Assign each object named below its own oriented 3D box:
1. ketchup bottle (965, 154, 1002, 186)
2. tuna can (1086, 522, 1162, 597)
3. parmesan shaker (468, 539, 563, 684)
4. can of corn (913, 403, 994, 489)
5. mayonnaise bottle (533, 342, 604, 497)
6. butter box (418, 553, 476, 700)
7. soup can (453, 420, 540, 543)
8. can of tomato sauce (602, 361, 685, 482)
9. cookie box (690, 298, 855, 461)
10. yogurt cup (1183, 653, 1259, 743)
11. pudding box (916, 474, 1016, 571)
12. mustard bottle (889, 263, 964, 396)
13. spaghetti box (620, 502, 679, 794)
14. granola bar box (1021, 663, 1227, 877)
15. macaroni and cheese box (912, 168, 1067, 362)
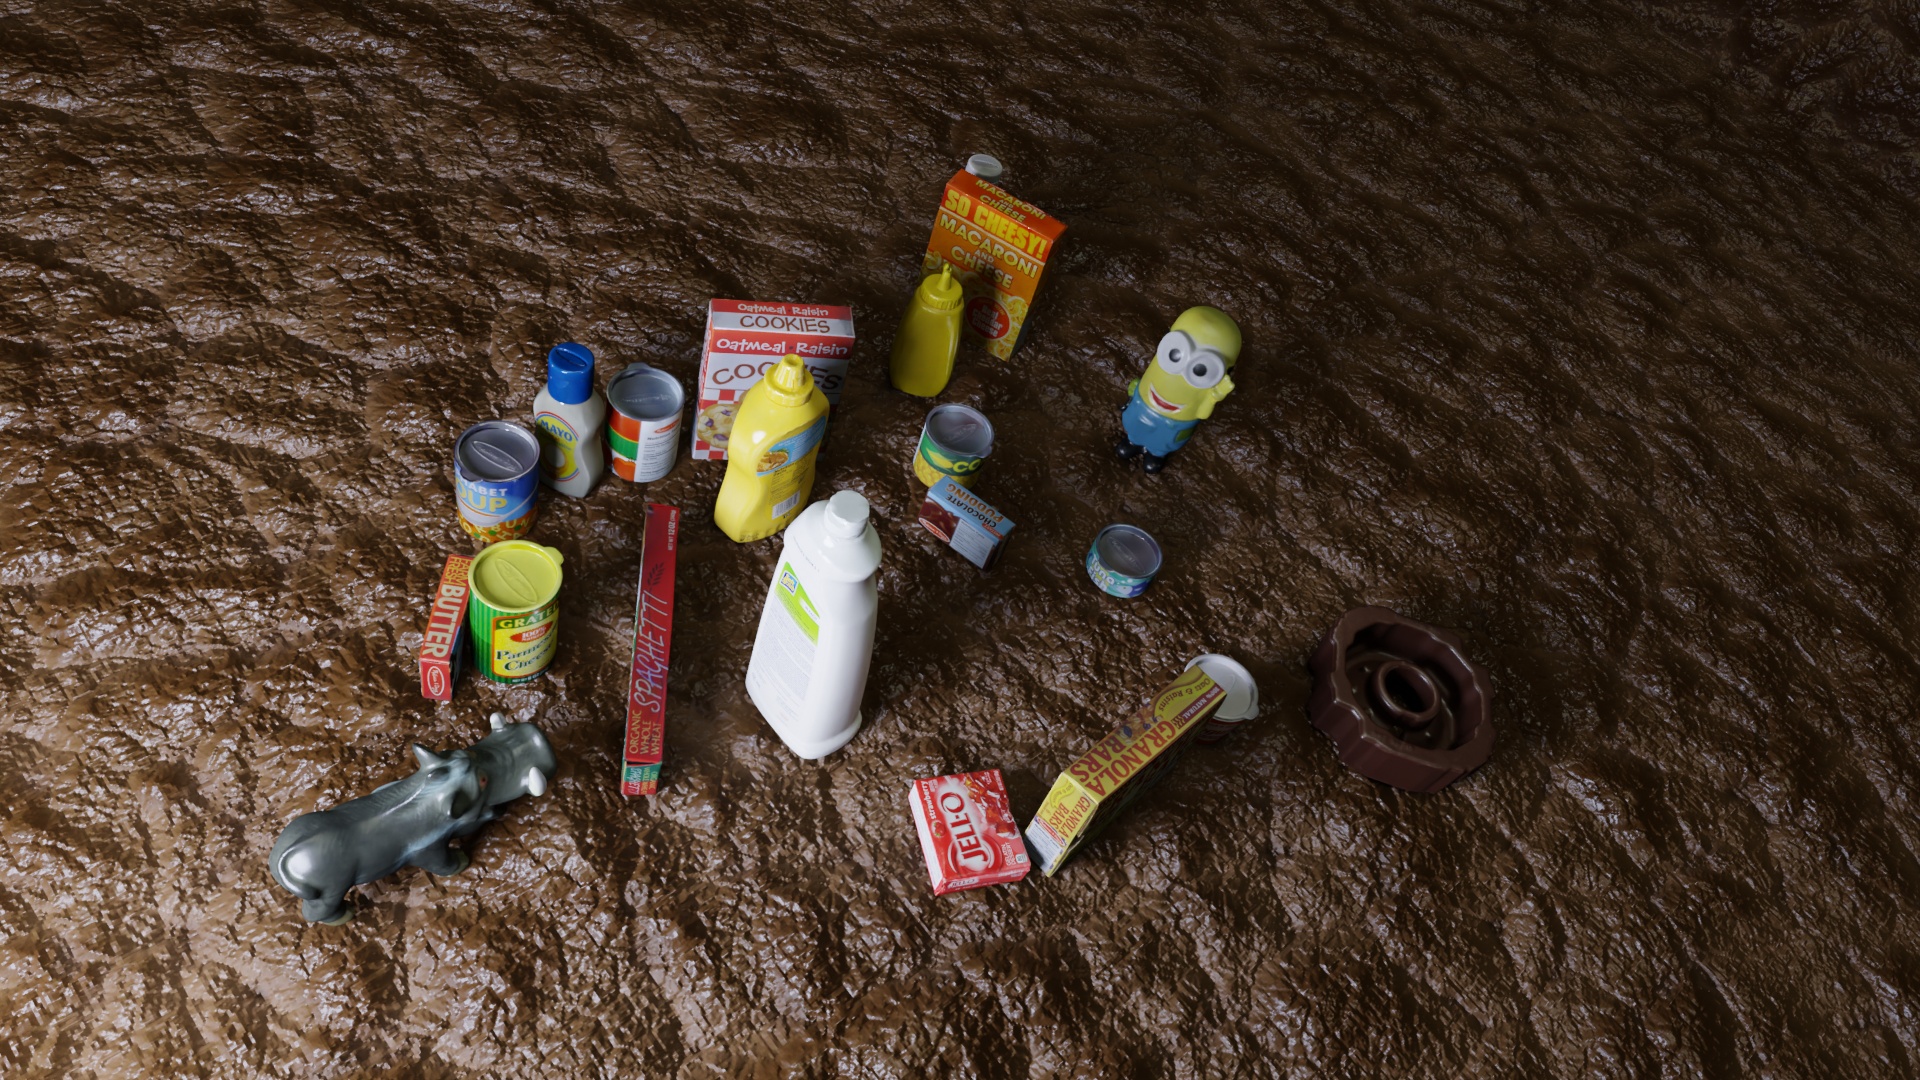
[{"bbox_3d":[0.008,-0.338,1.471,0.065,0.148,0.044,11,49,-9],"label":"ketchup bottle"},{"bbox_3d":[0.151,0.020,1.300,0.071,0.032,0.071,9,50,-11],"label":"tuna can"},{"bbox_3d":[-0.339,0.055,1.064,0.071,0.102,0.072,9,50,-11],"label":"parmesan shaker"},{"bbox_3d":[-0.006,-0.085,1.318,0.071,0.058,0.071,9,50,-11],"label":"can of corn"},{"bbox_3d":[-0.330,-0.102,1.166,0.065,0.147,0.041,27,49,4],"label":"mayonnaise bottle"},{"bbox_3d":[-0.393,0.066,1.071,0.024,0.052,0.104,9,50,-11],"label":"butter box"},{"bbox_3d":[-0.384,-0.046,1.146,0.071,0.083,0.072,9,50,-11],"label":"soup can"},{"bbox_3d":[-0.282,-0.103,1.227,0.071,0.082,0.071,9,50,-11],"label":"can of tomato sauce"},{"bbox_3d":[-0.170,-0.140,1.237,0.123,0.166,0.040,0,52,-18],"label":"cookie box"},{"bbox_3d":[0.218,0.140,1.209,0.072,0.053,0.073,9,50,-11],"label":"yogurt cup"},{"bbox_3d":[0.005,-0.016,1.270,0.084,0.049,0.030,36,50,12],"label":"pudding box"},{"bbox_3d":[-0.027,-0.209,1.346,0.065,0.159,0.049,13,49,-7],"label":"mustard bottle"},{"bbox_3d":[-0.247,0.082,1.107,0.029,0.049,0.251,6,50,-14],"label":"spaghetti box"},{"bbox_3d":[0.129,0.182,1.099,0.166,0.123,0.039,-32,67,-36],"label":"granola bar box"},{"bbox_3d":[0.026,-0.279,1.416,0.124,0.165,0.040,30,49,7],"label":"macaroni and cheese box"}]
